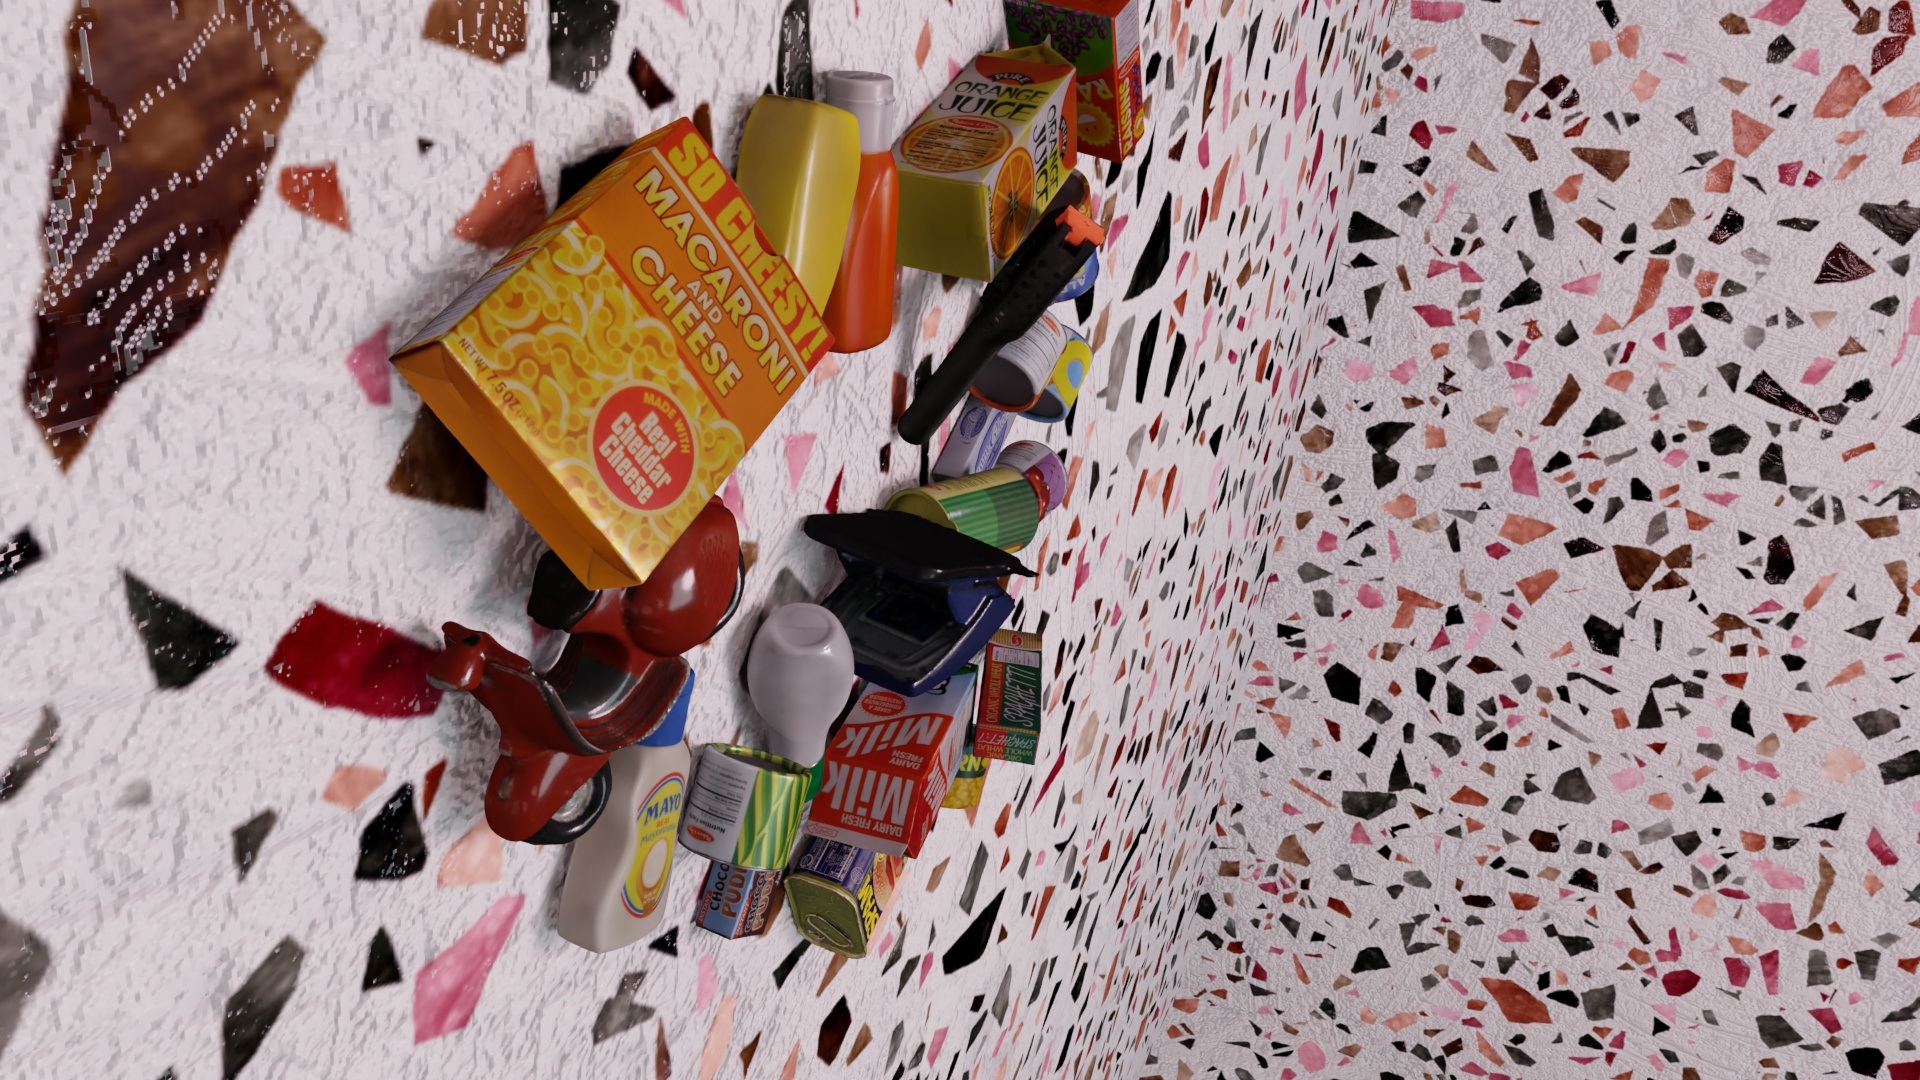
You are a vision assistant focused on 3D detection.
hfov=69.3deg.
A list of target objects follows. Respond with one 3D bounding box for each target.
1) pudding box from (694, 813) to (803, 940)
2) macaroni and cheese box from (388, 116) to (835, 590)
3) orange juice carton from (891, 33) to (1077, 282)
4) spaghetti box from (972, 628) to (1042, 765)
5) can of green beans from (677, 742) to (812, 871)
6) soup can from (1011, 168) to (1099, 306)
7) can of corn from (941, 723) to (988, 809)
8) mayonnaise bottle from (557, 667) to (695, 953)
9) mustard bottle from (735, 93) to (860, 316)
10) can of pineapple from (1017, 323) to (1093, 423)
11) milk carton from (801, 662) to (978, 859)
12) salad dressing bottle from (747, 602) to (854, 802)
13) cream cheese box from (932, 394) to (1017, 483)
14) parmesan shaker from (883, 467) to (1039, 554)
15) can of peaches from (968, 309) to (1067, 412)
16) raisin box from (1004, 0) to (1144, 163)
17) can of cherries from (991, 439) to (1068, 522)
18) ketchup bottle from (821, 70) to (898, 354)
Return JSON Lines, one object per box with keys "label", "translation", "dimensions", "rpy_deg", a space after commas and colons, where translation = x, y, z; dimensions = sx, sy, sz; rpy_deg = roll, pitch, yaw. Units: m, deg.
{"label": "pudding box", "translation": [-0.135, 0.208, 0.886], "dimensions": [0.049, 0.030, 0.084], "rpy_deg": [37, 70, -68]}
{"label": "macaroni and cheese box", "translation": [-0.134, -0.081, 0.582], "dimensions": [0.123, 0.040, 0.167], "rpy_deg": [56, 46, -29]}
{"label": "orange juice carton", "translation": [0.023, -0.253, 0.896], "dimensions": [0.071, 0.073, 0.194], "rpy_deg": [84, 29, -45]}
{"label": "spaghetti box", "translation": [0.041, 0.123, 1.149], "dimensions": [0.251, 0.050, 0.028], "rpy_deg": [-75, 173, -76]}
{"label": "can of green beans", "translation": [-0.126, 0.156, 0.817], "dimensions": [0.071, 0.071, 0.058], "rpy_deg": [22, 84, -70]}
{"label": "soup can", "translation": [0.067, -0.229, 1.042], "dimensions": [0.083, 0.071, 0.071], "rpy_deg": [74, 37, -55]}
{"label": "can of corn", "translation": [-0.011, 0.183, 1.144], "dimensions": [0.071, 0.071, 0.058], "rpy_deg": [-9, 113, -68]}
{"label": "mayonnaise bottle", "translation": [-0.169, 0.135, 0.722], "dimensions": [0.065, 0.041, 0.147], "rpy_deg": [-10, 115, -66]}
{"label": "mustard bottle", "translation": [-0.092, -0.142, 0.709], "dimensions": [0.065, 0.049, 0.159], "rpy_deg": [-14, 119, -67]}
{"label": "can of pineapple", "translation": [0.067, -0.134, 1.112], "dimensions": [0.058, 0.071, 0.070], "rpy_deg": [-65, 158, -22]}
{"label": "milk carton", "translation": [-0.047, 0.157, 0.981], "dimensions": [0.191, 0.072, 0.073], "rpy_deg": [-59, 158, -61]}
{"label": "salad dressing bottle", "translation": [-0.101, 0.105, 0.863], "dimensions": [0.044, 0.064, 0.146], "rpy_deg": [-98, -167, -48]}
{"label": "cream cheese box", "translation": [0.013, -0.076, 1.075], "dimensions": [0.053, 0.024, 0.104], "rpy_deg": [71, 40, -57]}
{"label": "parmesan shaker", "translation": [0.004, -0.012, 0.991], "dimensions": [0.103, 0.071, 0.071], "rpy_deg": [-16, 121, -49]}
{"label": "can of peaches", "translation": [0.037, -0.137, 1.037], "dimensions": [0.071, 0.071, 0.058], "rpy_deg": [78, 34, -52]}
{"label": "raisin box", "translation": [0.081, -0.332, 0.972], "dimensions": [0.040, 0.086, 0.122], "rpy_deg": [-56, 154, -26]}
{"label": "can of cherries", "translation": [0.047, -0.039, 1.130], "dimensions": [0.059, 0.071, 0.071], "rpy_deg": [-41, 142, -57]}
{"label": "ketchup bottle", "translation": [-0.059, -0.182, 0.774], "dimensions": [0.065, 0.043, 0.148], "rpy_deg": [-43, 143, -57]}
